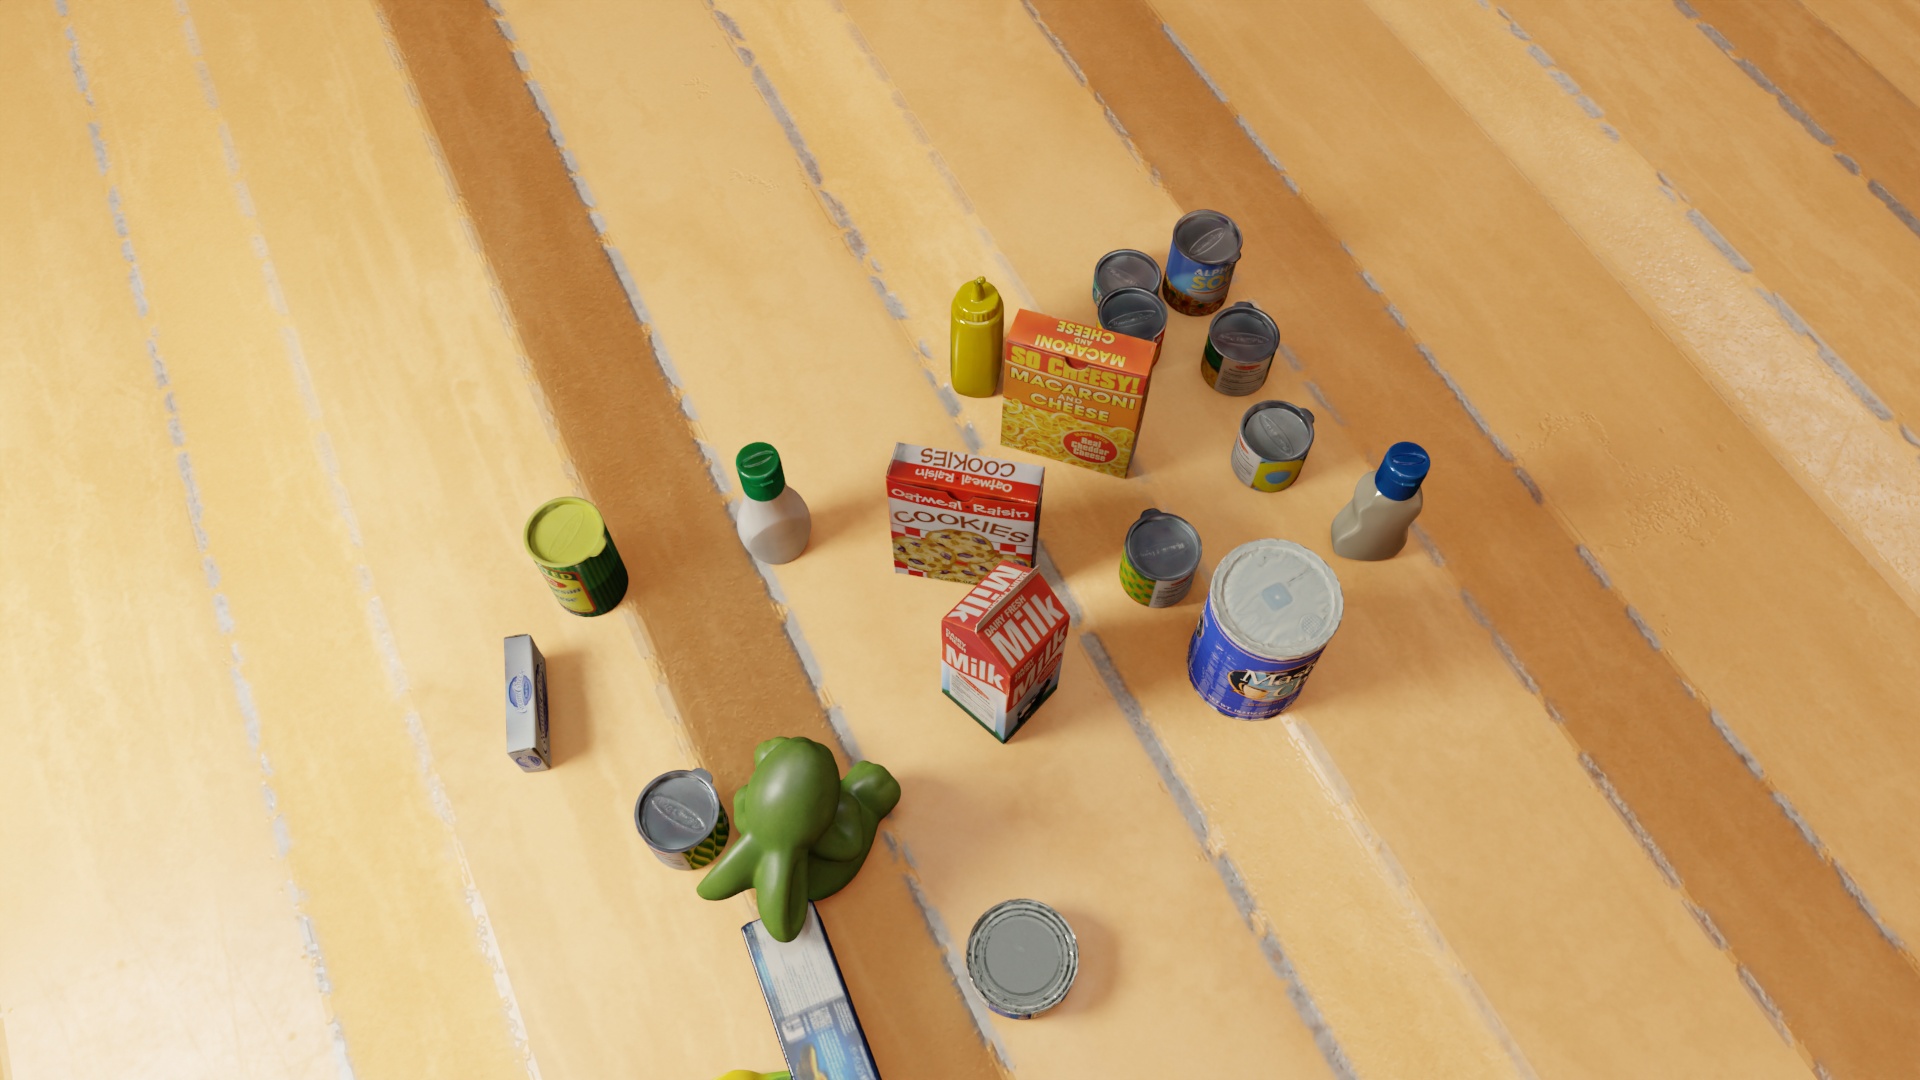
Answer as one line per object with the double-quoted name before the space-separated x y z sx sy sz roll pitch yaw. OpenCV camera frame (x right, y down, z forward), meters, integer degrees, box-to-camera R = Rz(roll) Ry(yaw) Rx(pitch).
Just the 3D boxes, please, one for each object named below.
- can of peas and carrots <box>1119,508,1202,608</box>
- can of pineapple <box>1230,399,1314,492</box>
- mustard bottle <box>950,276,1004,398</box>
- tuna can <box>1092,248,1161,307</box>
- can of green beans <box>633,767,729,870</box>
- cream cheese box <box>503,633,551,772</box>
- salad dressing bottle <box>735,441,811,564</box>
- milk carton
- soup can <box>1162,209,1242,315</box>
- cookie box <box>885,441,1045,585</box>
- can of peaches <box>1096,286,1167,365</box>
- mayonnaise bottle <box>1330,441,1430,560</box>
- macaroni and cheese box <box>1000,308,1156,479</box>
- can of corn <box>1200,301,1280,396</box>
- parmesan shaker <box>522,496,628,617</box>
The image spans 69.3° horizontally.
"can of peas and carrots" 0.172 0.016 1.211 0.071 0.058 0.071 0 62 0
"can of pineapple" 0.285 -0.086 1.266 0.071 0.057 0.071 0 62 0
"mustard bottle" 0.015 -0.193 1.266 0.049 0.159 0.065 6 62 3
"tuna can" 0.162 -0.250 1.369 0.071 0.032 0.071 0 62 0
"can of green beans" -0.219 0.222 1.099 0.071 0.057 0.071 0 62 0
"cream cheese box" -0.358 0.135 1.148 0.024 0.053 0.104 -9 62 -5
"salad dressing bottle" -0.163 -0.031 1.185 0.064 0.147 0.044 -22 64 -11
"milk carton" 0.034 0.083 1.100 0.073 0.189 0.072 39 69 18
"soup can" 0.235 -0.267 1.349 0.071 0.083 0.071 0 62 0
"cookie box" 0.004 -0.015 1.165 0.123 0.166 0.040 9 63 5
"can of peaches" 0.162 -0.197 1.326 0.071 0.057 0.071 0 62 0
"mayonnaise bottle" 0.363 -0.032 1.187 0.065 0.147 0.041 1 62 1
"macaroni and cheese box" 0.101 -0.126 1.226 0.124 0.165 0.040 16 63 8
"can of corn" 0.264 -0.181 1.318 0.071 0.058 0.071 0 62 0
"parmesan shaker" -0.323 0.017 1.183 0.071 0.102 0.071 0 62 0
